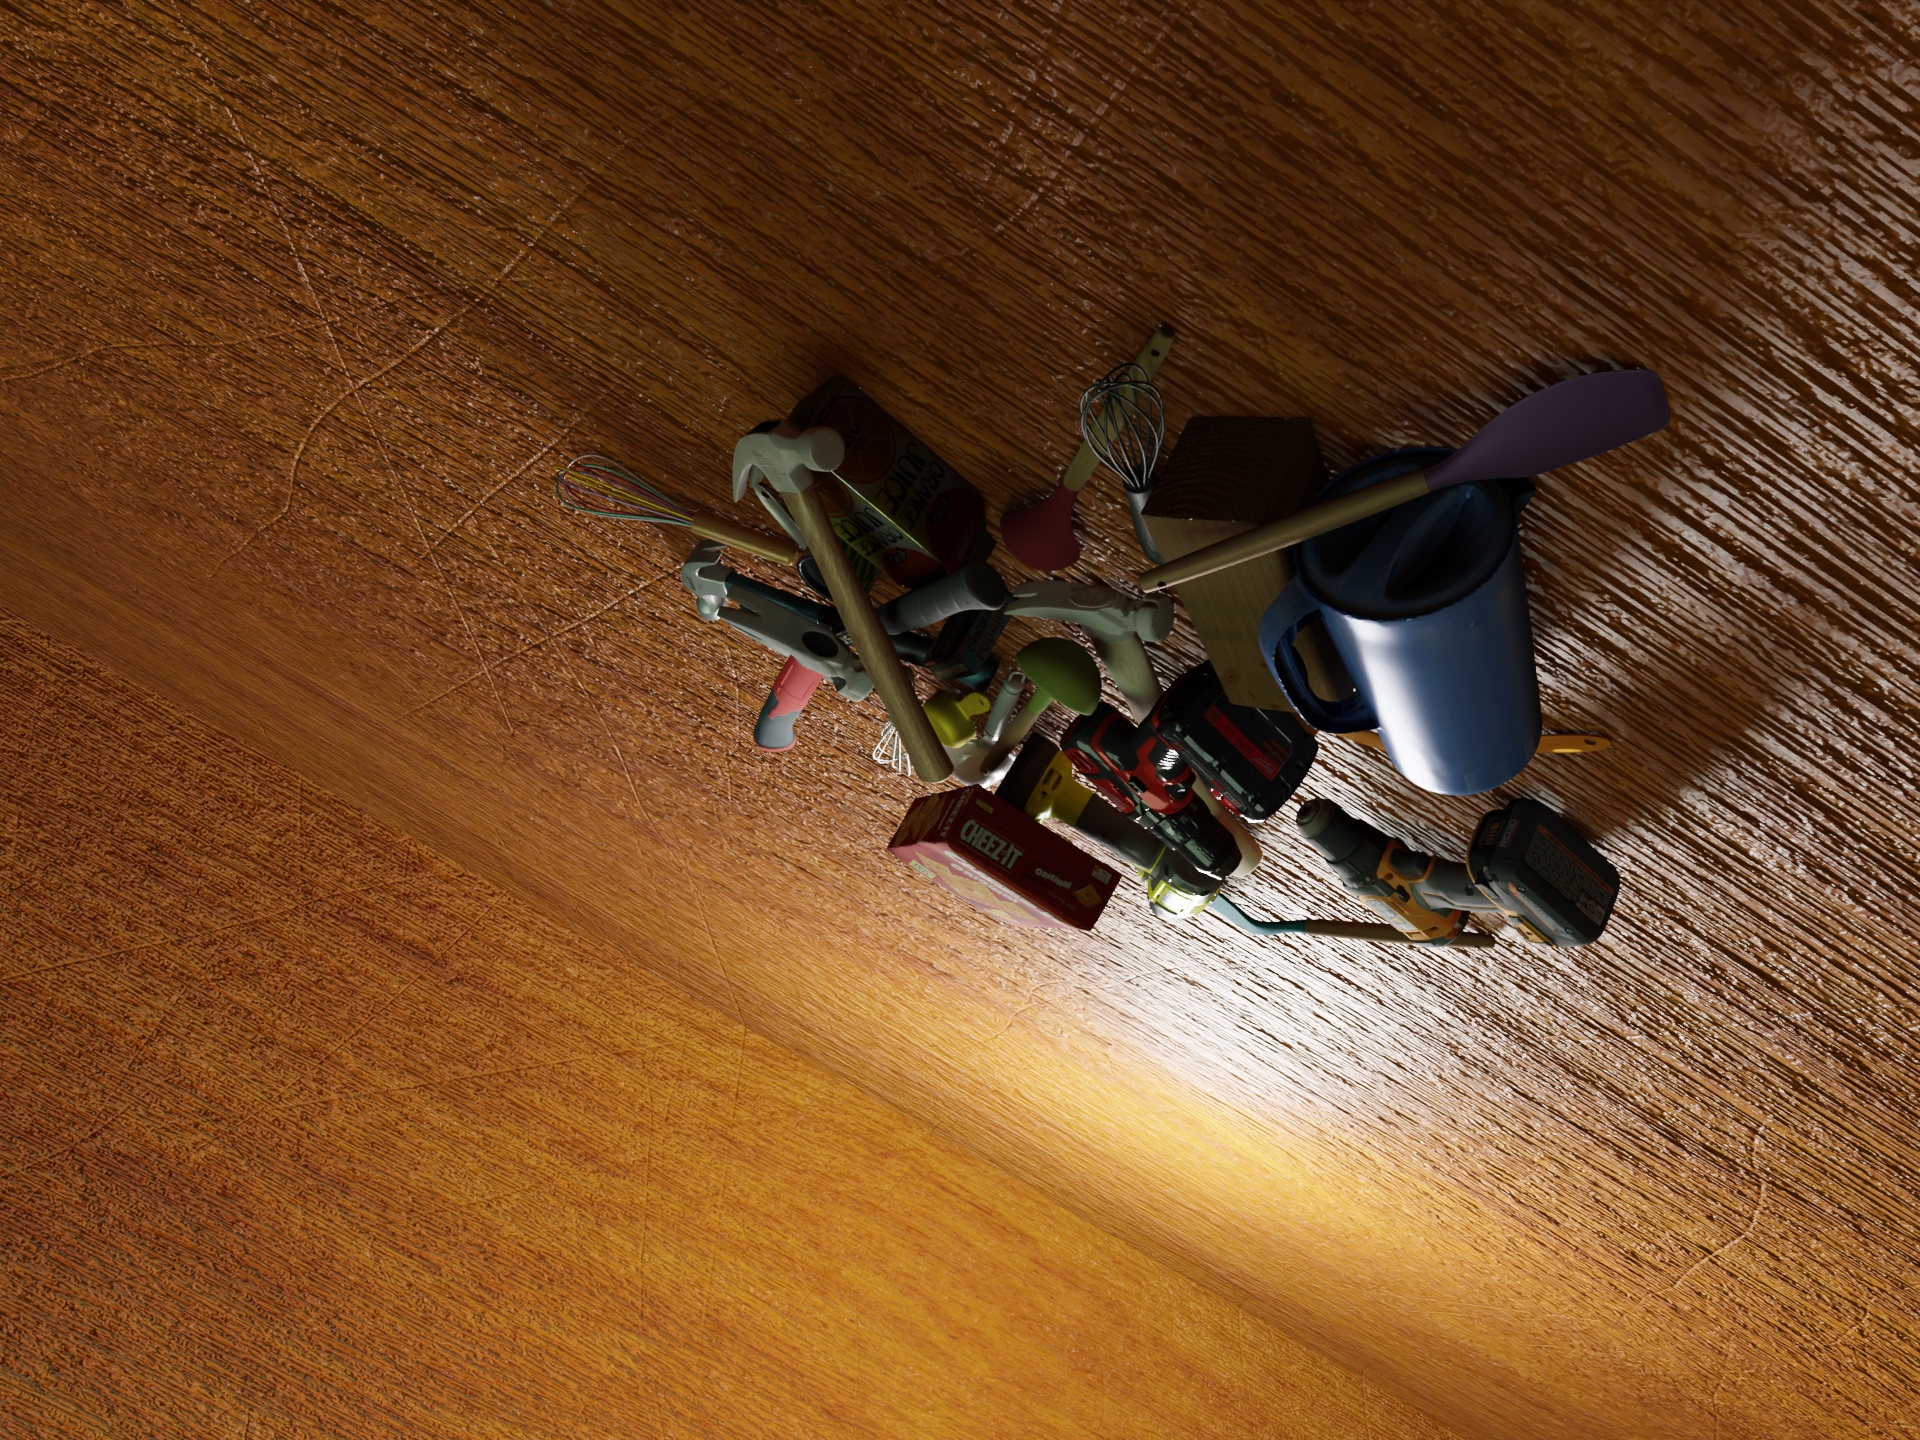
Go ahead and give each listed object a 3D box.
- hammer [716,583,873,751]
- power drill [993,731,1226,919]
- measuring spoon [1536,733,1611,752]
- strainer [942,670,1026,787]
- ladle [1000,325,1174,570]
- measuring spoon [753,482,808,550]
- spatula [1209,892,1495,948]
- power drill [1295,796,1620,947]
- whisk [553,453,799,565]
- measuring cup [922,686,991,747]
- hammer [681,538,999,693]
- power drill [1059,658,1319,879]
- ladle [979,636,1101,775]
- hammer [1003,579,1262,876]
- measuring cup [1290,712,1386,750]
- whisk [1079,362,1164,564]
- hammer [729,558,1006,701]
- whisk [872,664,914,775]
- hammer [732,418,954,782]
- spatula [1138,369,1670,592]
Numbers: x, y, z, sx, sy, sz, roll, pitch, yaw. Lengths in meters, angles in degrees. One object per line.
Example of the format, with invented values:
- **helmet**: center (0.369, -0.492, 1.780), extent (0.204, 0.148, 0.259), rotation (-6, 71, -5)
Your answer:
- **hammer**: center (-0.173, -0.032, 1.489), extent (0.143, 0.038, 0.386), rotation (27, 164, -7)
- **power drill**: center (0.145, 0.116, 1.543), extent (0.228, 0.080, 0.190), rotation (31, 163, 8)
- **measuring spoon**: center (0.426, 0.014, 1.188), extent (0.117, 0.011, 0.021), rotation (-1, 141, 40)
- **strainer**: center (0.029, 0.014, 1.546), extent (0.087, 0.050, 0.258), rotation (15, 152, -3)
- **ladle**: center (0.090, -0.183, 1.131), extent (0.069, 0.031, 0.315), rotation (28, 153, -3)
- **measuring spoon**: center (-0.138, -0.167, 1.404), extent (0.034, 0.018, 0.124), rotation (-7, 131, 50)
- **spatula**: center (0.369, 0.195, 1.569), extent (0.317, 0.044, 0.082), rotation (1, 144, 36)
- **power drill**: center (0.404, 0.120, 1.330), extent (0.185, 0.084, 0.226), rotation (38, 157, -18)
- **whisk**: center (-0.263, -0.189, 1.450), extent (0.245, 0.051, 0.047), rotation (20, 148, 9)
- **measuring cup**: center (-0.002, -0.005, 1.472), extent (0.062, 0.029, 0.156), rotation (53, 166, -3)
- **hammer**: center (-0.116, -0.093, 1.496), extent (0.331, 0.033, 0.128), rotation (20, 155, 16)
- **power drill**: center (0.192, 0.048, 1.283), extent (0.188, 0.080, 0.226), rotation (44, 158, -6)
- **ladle**: center (0.053, 0.005, 1.399), extent (0.078, 0.062, 0.320), rotation (37, 157, 1)
- **hammer**: center (0.176, 0.019, 1.411), extent (0.146, 0.038, 0.410), rotation (10, 150, 36)
- **measuring cup**: center (0.281, 0.022, 1.290), extent (0.174, 0.052, 0.095), rotation (17, 153, 26)
- **whisk**: center (0.123, -0.166, 1.084), extent (0.055, 0.055, 0.238), rotation (17, 164, 21)
- **hammer**: center (-0.071, -0.083, 1.314), extent (0.149, 0.036, 0.409), rotation (29, 163, -20)
- **whisk**: center (-0.059, -0.001, 1.561), extent (0.059, 0.058, 0.246), rotation (-12, 161, -7)
- **hammer**: center (-0.081, -0.084, 1.223), extent (0.130, 0.031, 0.331), rotation (15, 139, 46)
- **spatula**: center (0.249, -0.134, 0.936), extent (0.316, 0.018, 0.059), rotation (-19, 133, 25)
